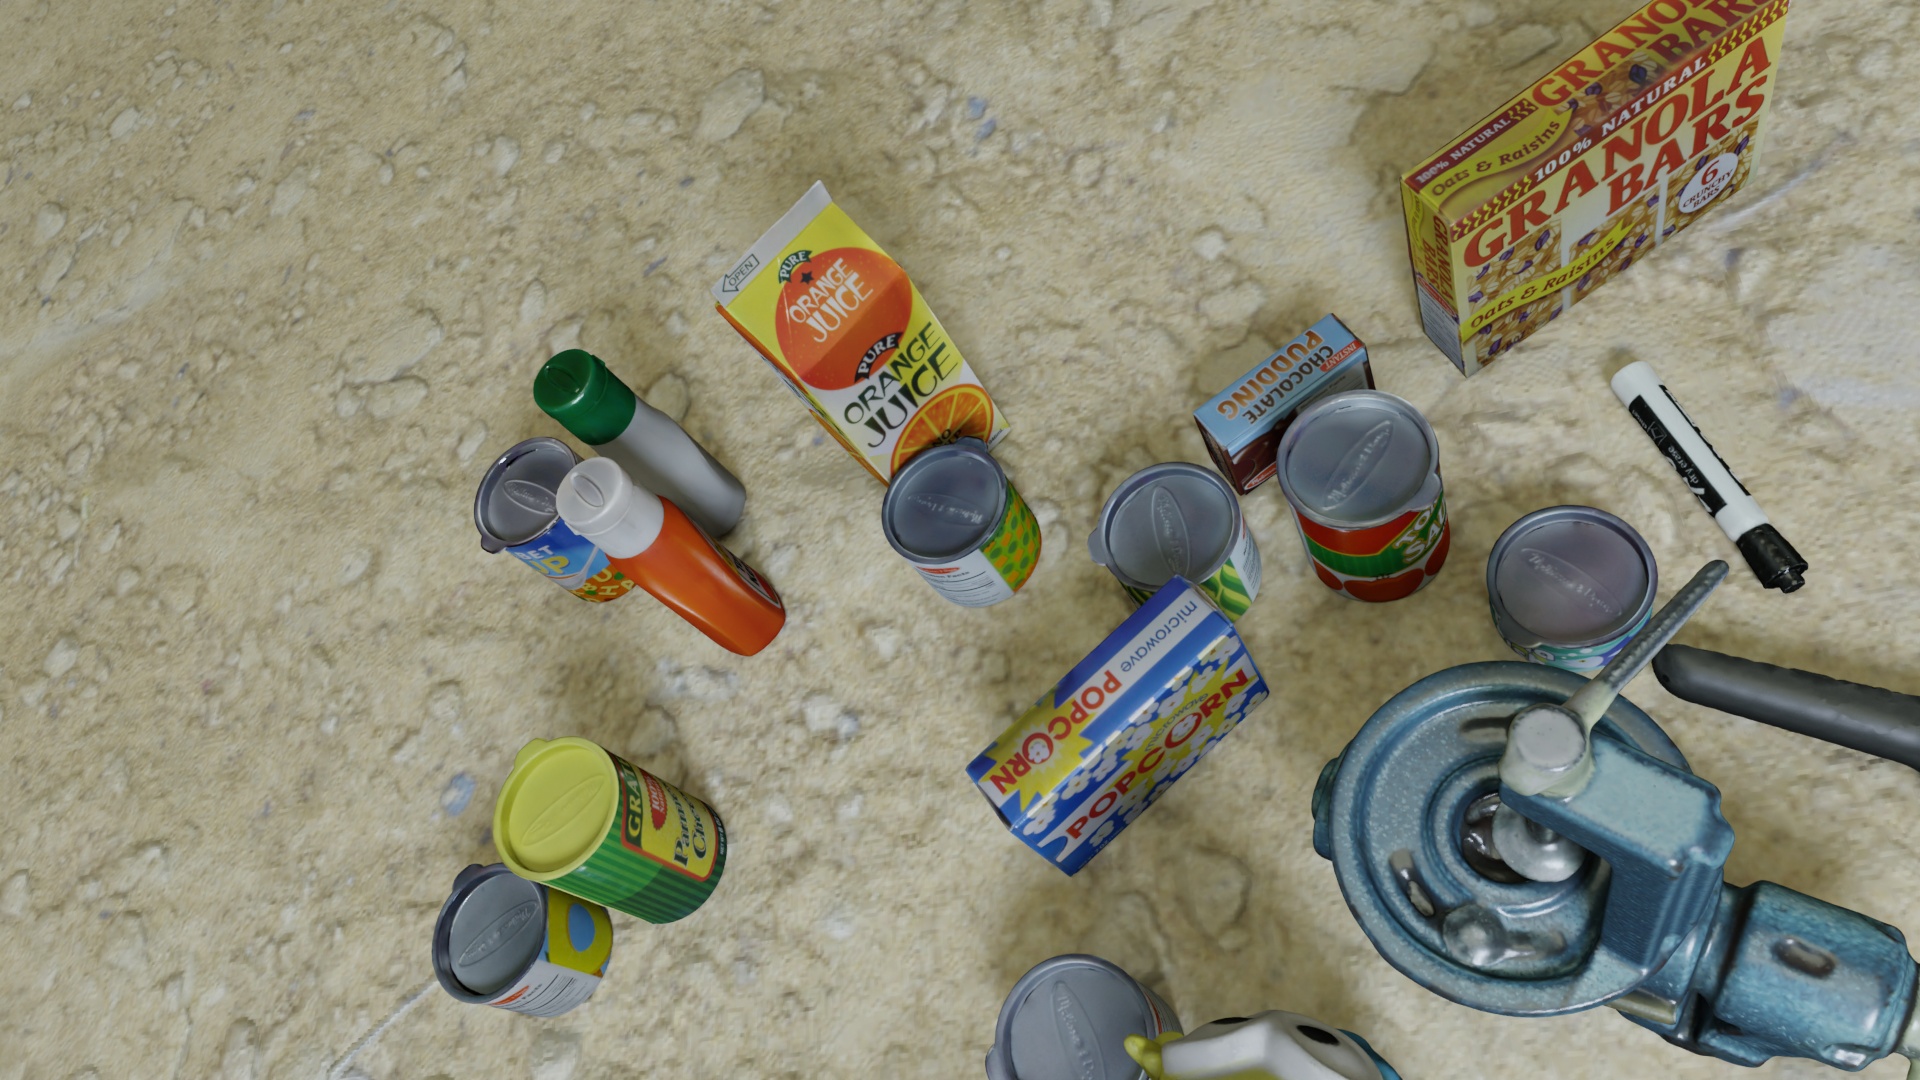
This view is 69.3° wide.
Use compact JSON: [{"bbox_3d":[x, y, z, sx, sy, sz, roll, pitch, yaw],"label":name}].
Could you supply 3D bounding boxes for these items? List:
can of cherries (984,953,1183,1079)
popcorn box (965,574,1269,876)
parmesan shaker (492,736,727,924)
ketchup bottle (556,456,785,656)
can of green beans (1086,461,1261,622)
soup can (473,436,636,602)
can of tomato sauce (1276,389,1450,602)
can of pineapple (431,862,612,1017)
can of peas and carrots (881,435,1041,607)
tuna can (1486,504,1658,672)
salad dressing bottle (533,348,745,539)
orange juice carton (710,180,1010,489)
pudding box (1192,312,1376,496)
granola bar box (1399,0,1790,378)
[{"bbox_3d":[0.052,0.209,0.569,0.071,0.058,0.072,-10,61,18],"label":"can of cherries"},{"bbox_3d":[0.072,0.083,0.609,0.127,0.085,0.038,-42,57,-2],"label":"popcorn box"},{"bbox_3d":[-0.166,0.139,0.670,0.071,0.103,0.071,-10,62,18],"label":"parmesan shaker"},{"bbox_3d":[-0.146,0.008,0.701,0.043,0.148,0.065,-47,57,-5],"label":"ketchup bottle"},{"bbox_3d":[0.104,0.005,0.652,0.071,0.057,0.071,-10,61,18],"label":"can of green beans"},{"bbox_3d":[-0.221,-0.008,0.780,0.071,0.083,0.071,-10,61,18],"label":"soup can"},{"bbox_3d":[0.182,-0.017,0.615,0.071,0.083,0.071,-10,61,18],"label":"can of tomato sauce"},{"bbox_3d":[-0.216,0.197,0.688,0.071,0.057,0.071,-10,61,18],"label":"can of pineapple"},{"bbox_3d":[0.003,-0.009,0.701,0.071,0.058,0.071,-10,61,18],"label":"can of peas and carrots"},{"bbox_3d":[0.258,0.023,0.593,0.071,0.032,0.071,-10,61,18],"label":"tuna can"},{"bbox_3d":[-0.169,-0.049,0.741,0.064,0.147,0.044,33,81,32],"label":"salad dressing bottle"},{"bbox_3d":[-0.052,-0.095,0.688,0.072,0.192,0.073,-46,57,-4],"label":"orange juice carton"},{"bbox_3d":[0.157,-0.065,0.670,0.083,0.049,0.030,-36,57,2],"label":"pudding box"},{"bbox_3d":[0.281,-0.163,0.624,0.165,0.124,0.039,-35,57,3],"label":"granola bar box"}]
